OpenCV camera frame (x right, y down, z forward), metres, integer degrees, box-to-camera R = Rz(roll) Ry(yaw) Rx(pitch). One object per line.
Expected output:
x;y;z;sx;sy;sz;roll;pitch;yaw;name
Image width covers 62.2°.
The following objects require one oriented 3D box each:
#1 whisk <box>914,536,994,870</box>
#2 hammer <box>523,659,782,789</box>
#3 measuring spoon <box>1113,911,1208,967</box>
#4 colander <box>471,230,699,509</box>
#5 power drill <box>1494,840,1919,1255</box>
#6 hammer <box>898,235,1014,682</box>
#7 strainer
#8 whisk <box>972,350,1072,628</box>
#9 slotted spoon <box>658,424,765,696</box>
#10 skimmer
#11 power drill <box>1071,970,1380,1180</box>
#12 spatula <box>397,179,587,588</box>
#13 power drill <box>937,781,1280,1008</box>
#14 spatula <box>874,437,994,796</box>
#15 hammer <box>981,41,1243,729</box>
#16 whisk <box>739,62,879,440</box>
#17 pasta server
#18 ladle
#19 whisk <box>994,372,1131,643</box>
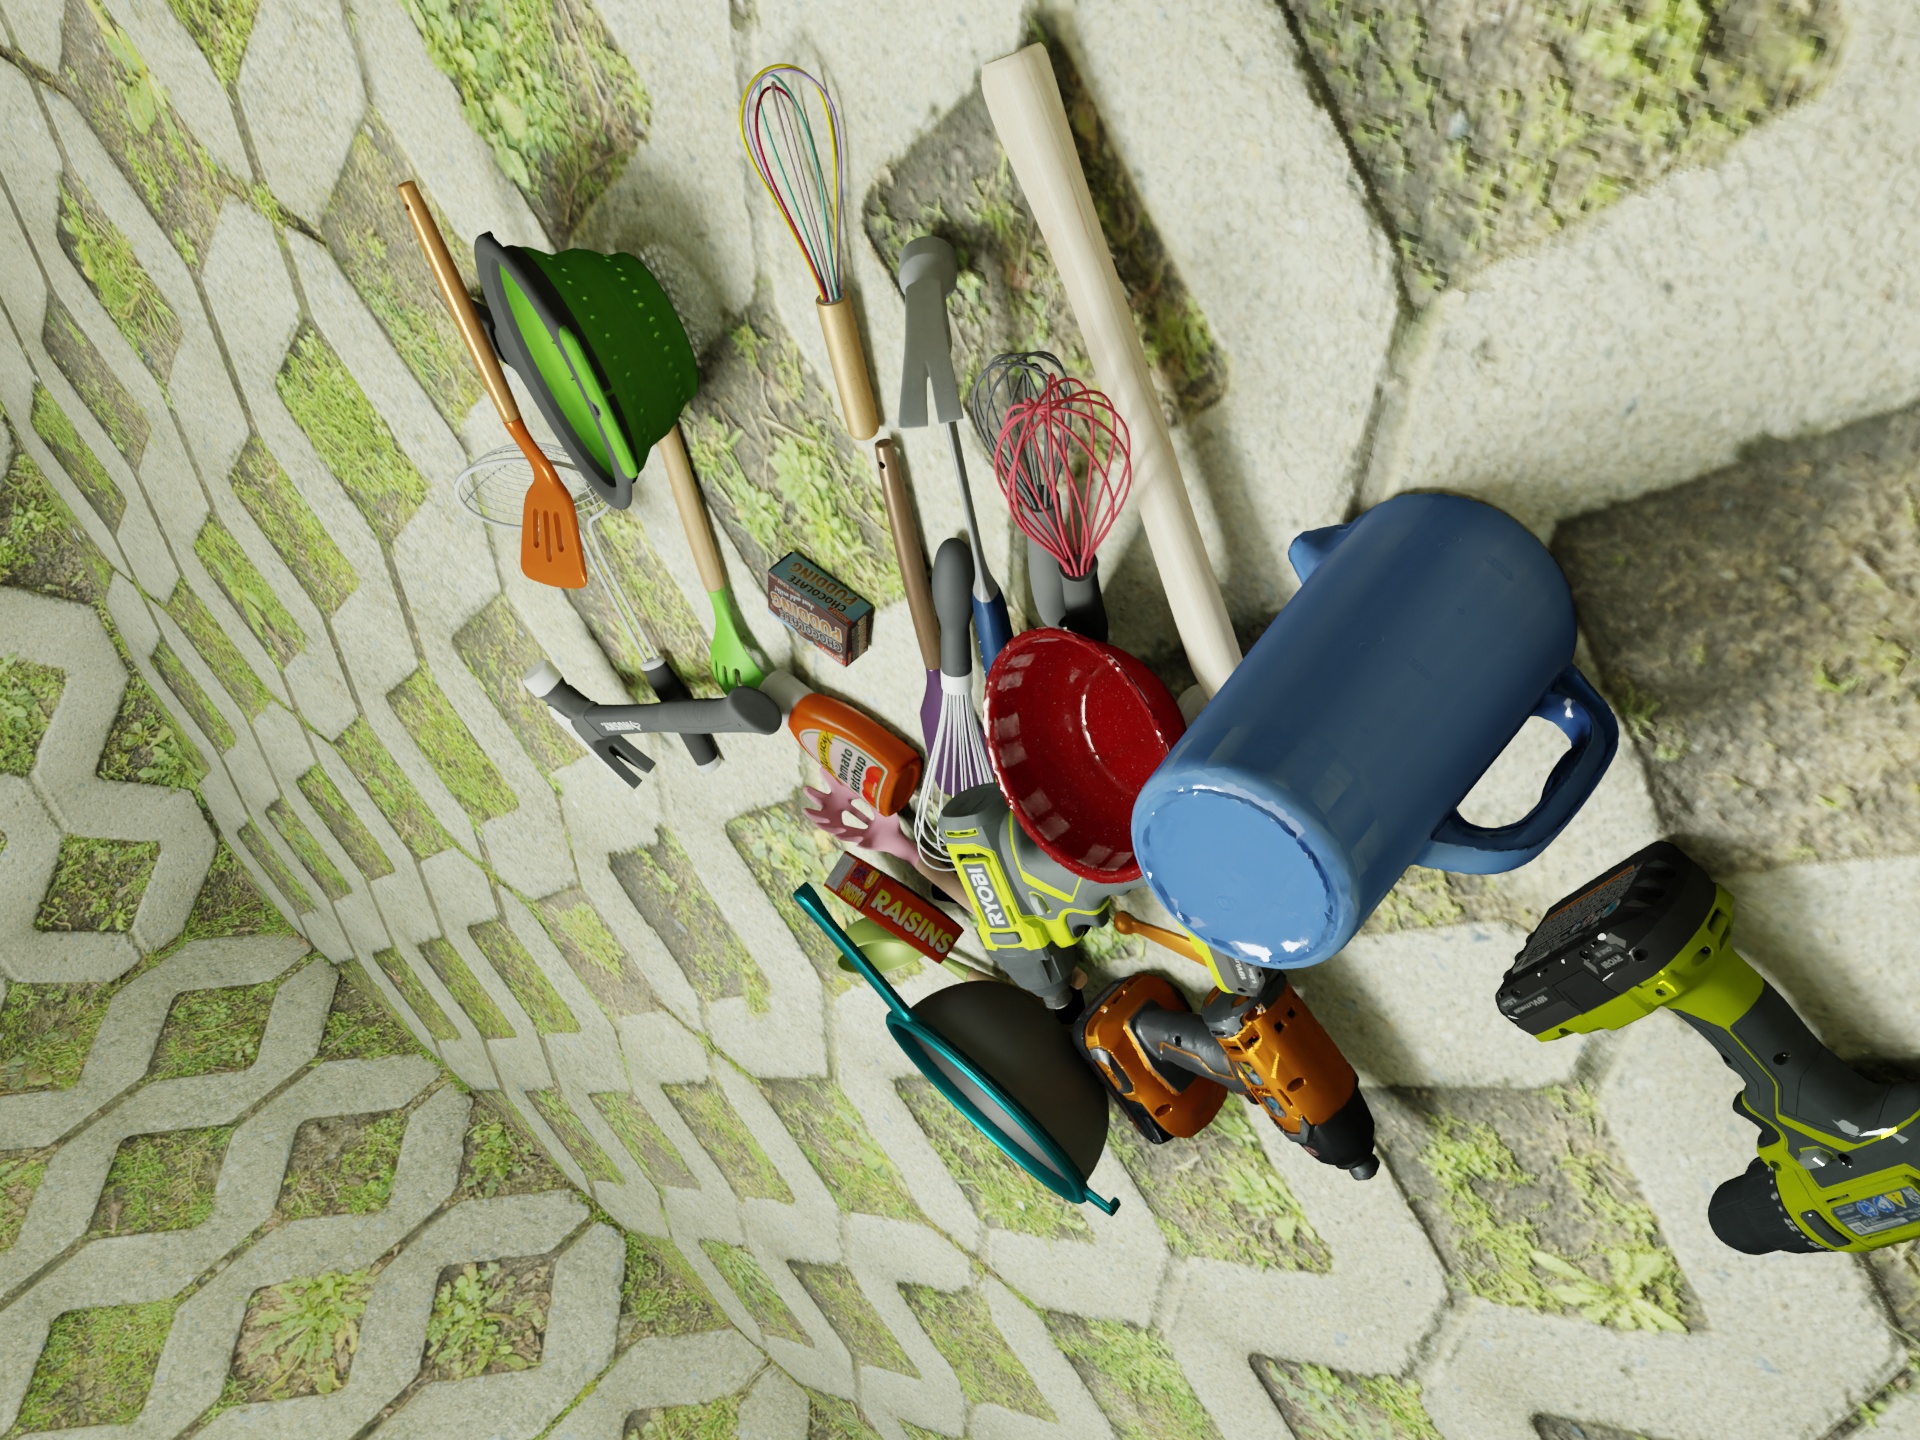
-0.001;-0.004;1.131;0.070;0.070;0.284;26;133;33;whisk
-0.257;0.001;1.388;0.335;0.035;0.146;-2;135;50;hammer
0.158;0.167;1.161;0.117;0.011;0.021;20;138;38;measuring spoon
-0.287;-0.286;1.174;0.397;0.094;0.204;36;152;53;colander
0.401;0.186;0.830;0.228;0.080;0.190;42;147;7;power drill
0.013;-0.086;0.996;0.035;0.144;0.405;-7;135;7;hammer
0.007;0.228;1.241;0.340;0.095;0.211;51;163;-16;strainer
0.046;-0.126;0.931;0.055;0.055;0.238;31;157;27;whisk
-0.206;-0.129;1.280;0.070;0.031;0.313;21;137;37;slotted spoon
-0.307;-0.085;1.387;0.127;0.090;0.363;-12;120;21;skimmer
0.191;0.253;1.127;0.164;0.084;0.226;54;153;-8;power drill
-0.355;-0.245;1.202;0.081;0.041;0.322;13;135;35;spatula
0.106;0.120;1.063;0.223;0.080;0.171;-7;114;39;power drill
-0.021;-0.060;1.135;0.060;0.018;0.315;12;134;29;spatula
0.101;-0.146;0.840;0.410;0.038;0.146;68;171;-21;hammer
-0.087;-0.277;0.968;0.051;0.047;0.244;23;143;33;whisk
-0.016;0.121;1.248;0.316;0.060;0.040;33;171;41;pasta server
0.025;0.239;1.359;0.320;0.062;0.078;19;167;34;ladle
0.065;-0.098;0.894;0.073;0.073;0.295;36;167;20;whisk
